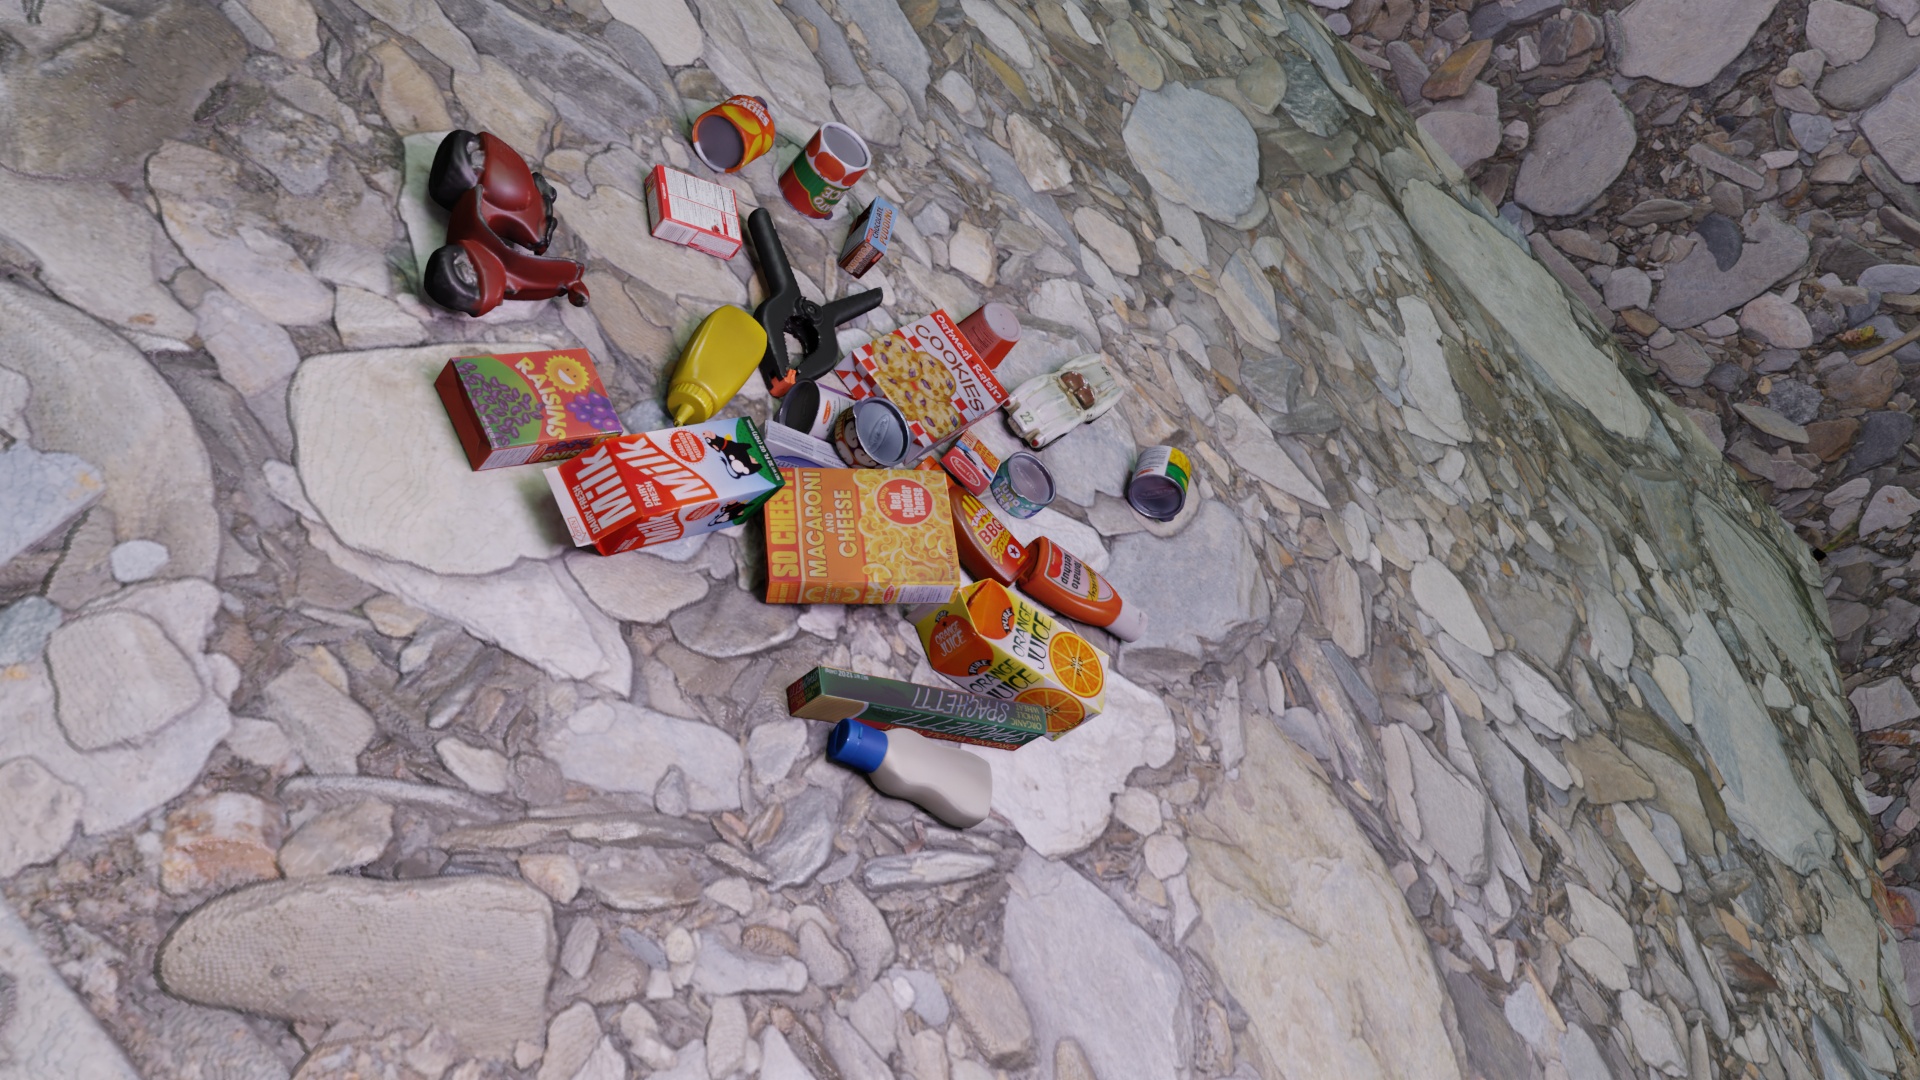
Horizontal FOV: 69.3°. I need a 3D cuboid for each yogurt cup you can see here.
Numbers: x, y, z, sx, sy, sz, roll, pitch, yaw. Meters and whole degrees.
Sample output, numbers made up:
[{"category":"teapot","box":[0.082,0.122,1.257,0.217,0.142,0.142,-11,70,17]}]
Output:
[{"category":"yogurt cup","box":[0.031,-0.229,1.548,0.072,0.053,0.073,24,47,-28]}]

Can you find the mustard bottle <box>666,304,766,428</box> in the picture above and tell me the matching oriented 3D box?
[{"category":"mustard bottle","box":[-0.228,-0.148,1.250,0.065,0.048,0.161,38,42,-15]}]

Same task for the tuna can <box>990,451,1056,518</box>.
[{"category":"tuna can","box":[0.065,-0.057,1.469,0.071,0.032,0.071,24,47,-29]}]

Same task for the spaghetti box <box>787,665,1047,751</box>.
[{"category":"spaghetti box","box":[-0.031,0.149,1.213,0.250,0.050,0.029,15,54,-36]}]

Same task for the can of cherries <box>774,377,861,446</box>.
[{"category":"can of cherries","box":[-0.131,-0.112,1.301,0.058,0.071,0.072,17,51,-40]}]

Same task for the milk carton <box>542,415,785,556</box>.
[{"category":"milk carton","box":[-0.246,-0.043,1.136,0.191,0.073,0.072,-15,73,-47]}]

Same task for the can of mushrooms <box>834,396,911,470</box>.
[{"category":"can of mushrooms","box":[-0.082,-0.097,1.267,0.071,0.033,0.071,16,66,-40]}]

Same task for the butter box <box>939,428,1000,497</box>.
[{"category":"butter box","box":[0.011,-0.080,1.412,0.053,0.024,0.104,45,16,-6]}]

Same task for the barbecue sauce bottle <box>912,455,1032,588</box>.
[{"category":"barbecue sauce bottle","box":[0.005,-0.017,1.375,0.148,0.043,0.065,49,37,-3]}]

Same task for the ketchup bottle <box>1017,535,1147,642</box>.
[{"category":"ketchup bottle","box":[0.127,0.056,1.436,0.148,0.043,0.065,32,44,-22]}]

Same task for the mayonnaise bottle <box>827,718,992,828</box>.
[{"category":"mayonnaise bottle","box":[-0.041,0.193,1.179,0.148,0.041,0.065,27,44,-25]}]

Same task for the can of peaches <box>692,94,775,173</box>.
[{"category":"can of peaches","box":[-0.233,-0.420,1.429,0.071,0.071,0.058,46,41,-7]}]

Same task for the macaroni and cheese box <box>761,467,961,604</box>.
[{"category":"macaroni and cheese box","box":[-0.091,-0.004,1.228,0.167,0.040,0.124,1,55,-14]}]

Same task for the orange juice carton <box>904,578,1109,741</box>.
[{"category":"orange juice carton","box":[0.043,0.104,1.300,0.192,0.071,0.073,34,43,-21]}]

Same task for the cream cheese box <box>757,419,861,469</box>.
[{"category":"cream cheese box","box":[-0.147,-0.073,1.266,0.104,0.053,0.024,20,51,-32]}]

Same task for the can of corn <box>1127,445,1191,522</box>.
[{"category":"can of corn","box":[0.232,-0.066,1.609,0.071,0.071,0.058,39,41,-16]}]

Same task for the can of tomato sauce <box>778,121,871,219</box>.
[{"category":"can of tomato sauce","box":[-0.143,-0.394,1.484,0.071,0.082,0.071,24,47,-29]}]

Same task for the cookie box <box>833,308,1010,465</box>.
[{"category":"cookie box","box":[-0.037,-0.163,1.447,0.123,0.040,0.168,53,41,1]}]

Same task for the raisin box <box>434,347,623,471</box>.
[{"category":"raisin box","box":[-0.345,-0.108,1.117,0.124,0.040,0.086,-14,71,-48]}]

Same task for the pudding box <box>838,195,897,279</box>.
[{"category":"pudding box","box":[-0.099,-0.329,1.503,0.030,0.049,0.084,33,43,-23]}]
